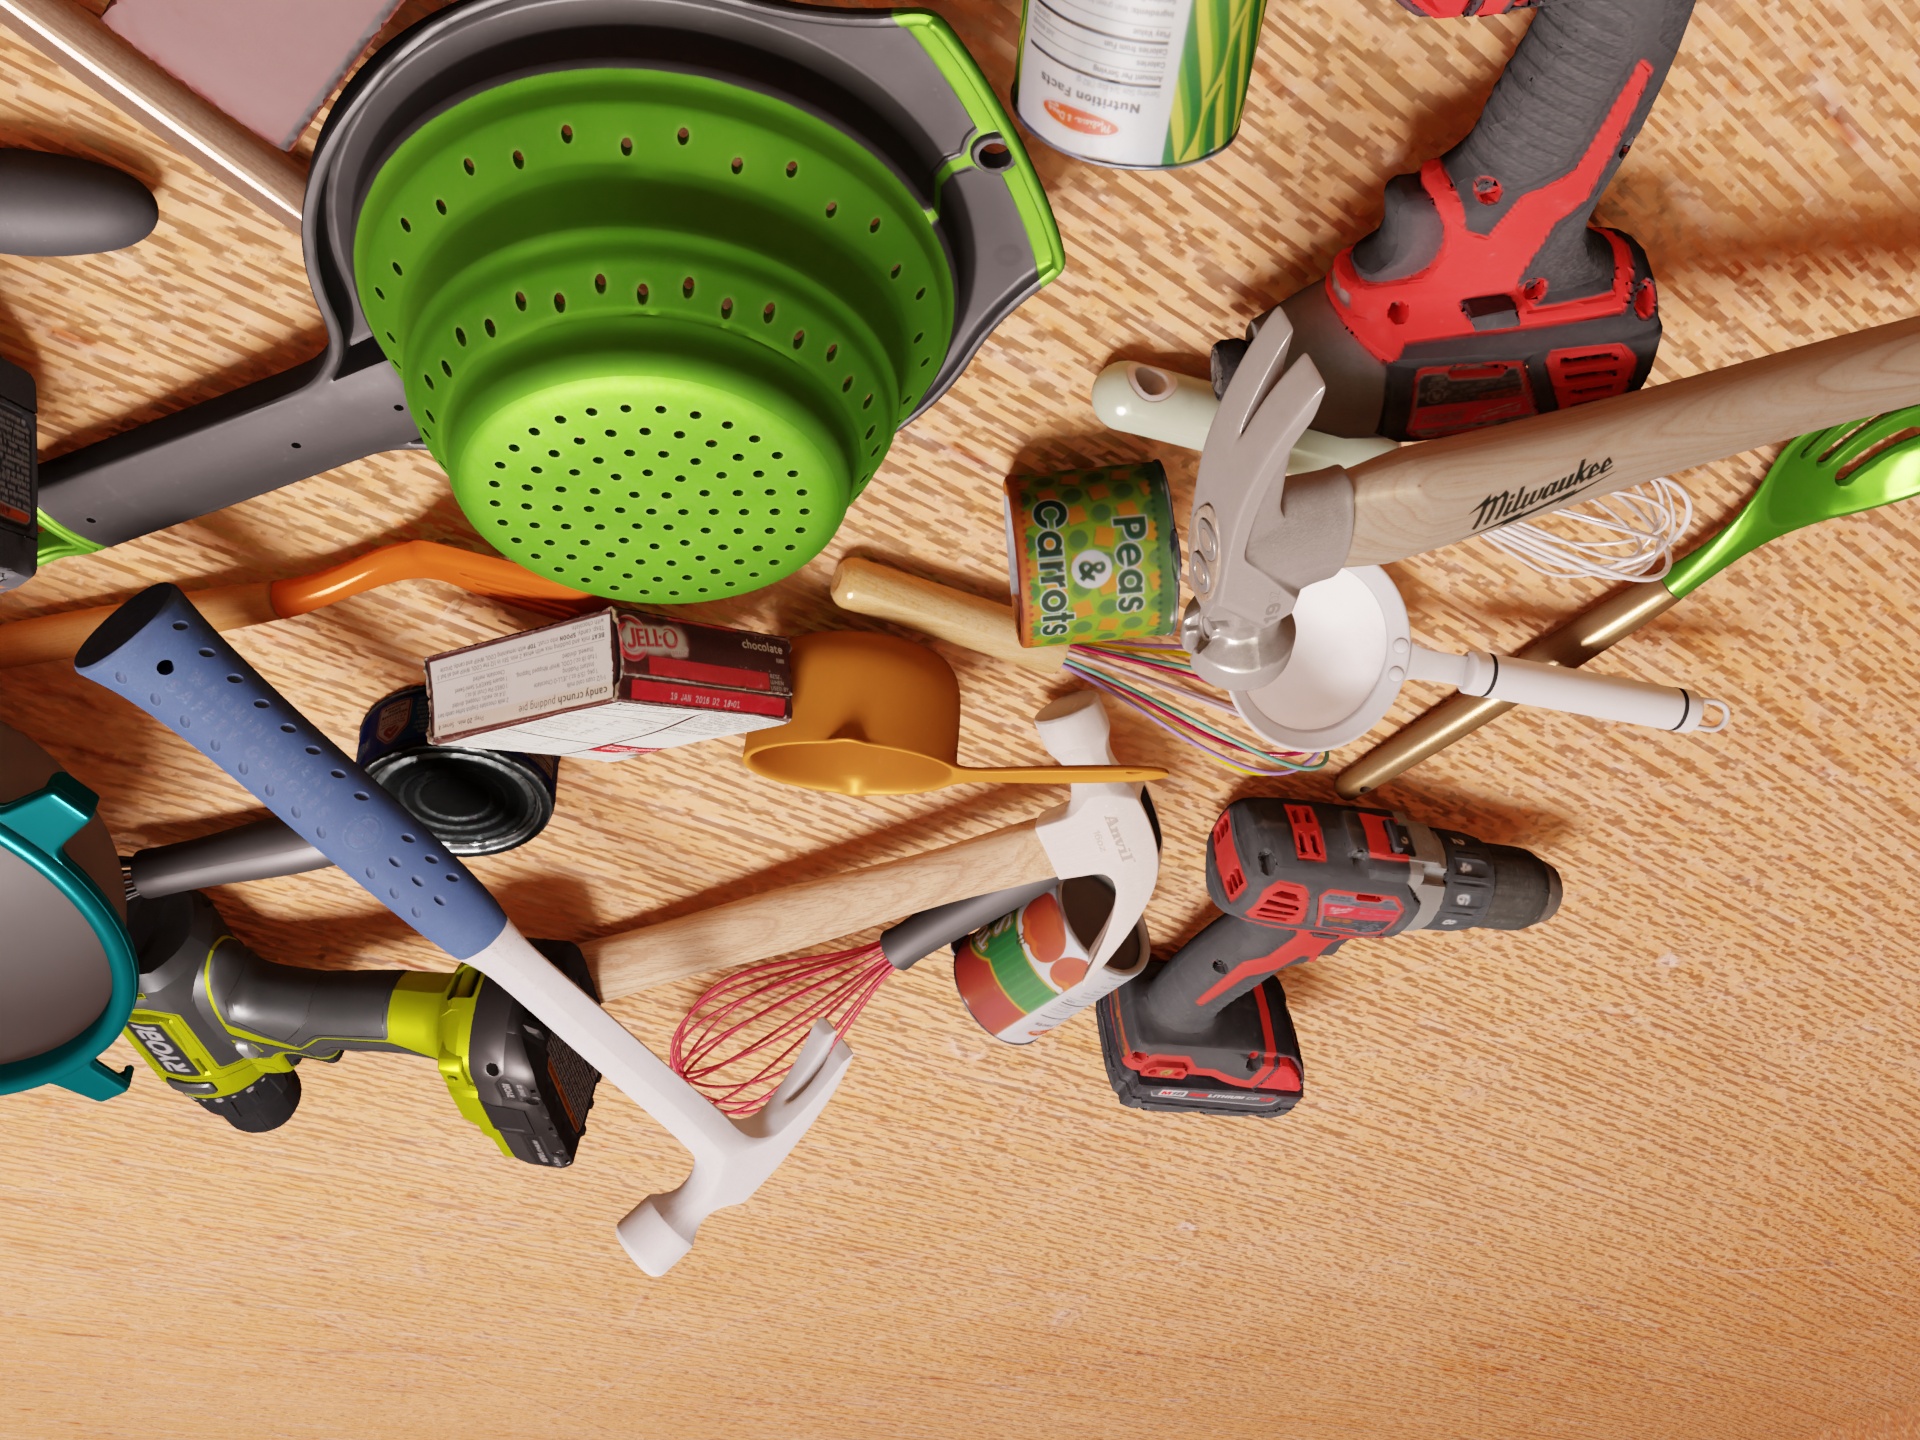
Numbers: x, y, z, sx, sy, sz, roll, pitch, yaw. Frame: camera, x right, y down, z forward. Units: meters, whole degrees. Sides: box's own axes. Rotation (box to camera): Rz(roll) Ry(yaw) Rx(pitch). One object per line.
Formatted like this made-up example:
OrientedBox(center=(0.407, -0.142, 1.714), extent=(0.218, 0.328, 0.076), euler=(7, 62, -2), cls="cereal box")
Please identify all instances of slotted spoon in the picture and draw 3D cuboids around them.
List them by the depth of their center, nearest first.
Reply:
OrientedBox(center=(0.281, -0.045, 0.683), extent=(0.070, 0.031, 0.313), euler=(23, 135, -31), cls="slotted spoon")

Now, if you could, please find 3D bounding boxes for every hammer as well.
OrientedBox(center=(0.271, -0.111, 0.511), extent=(0.410, 0.038, 0.146), euler=(-15, 149, -8), cls="hammer")
OrientedBox(center=(-0.190, 0.092, 0.669), extent=(0.144, 0.035, 0.405), euler=(-42, 129, -9), cls="hammer")
OrientedBox(center=(-0.058, 0.092, 0.775), extent=(0.331, 0.031, 0.130), euler=(-18, 108, 23), cls="hammer")

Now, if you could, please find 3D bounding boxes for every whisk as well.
OrientedBox(center=(-0.376, -0.150, 0.435), extent=(0.284, 0.070, 0.070), euler=(-1, 142, -15), cls="whisk")
OrientedBox(center=(0.163, -0.093, 0.590), extent=(0.246, 0.058, 0.059), euler=(11, 147, -15), cls="whisk")
OrientedBox(center=(0.059, -0.020, 0.671), extent=(0.244, 0.051, 0.047), euler=(16, 142, -22), cls="whisk")
OrientedBox(center=(-0.370, 0.069, 0.720), extent=(0.239, 0.055, 0.055), euler=(-12, 142, 0), cls="whisk")
OrientedBox(center=(-0.048, 0.130, 0.835), extent=(0.296, 0.073, 0.073), euler=(-35, 134, 24), cls="whisk")

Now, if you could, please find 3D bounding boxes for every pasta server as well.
OrientedBox(center=(-0.245, -0.181, 0.425), extent=(0.060, 0.040, 0.315), euler=(-19, 143, 34), cls="pasta server")

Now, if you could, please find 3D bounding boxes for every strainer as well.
OrientedBox(center=(-0.485, 0.041, 0.614), extent=(0.340, 0.095, 0.210), euler=(11, 132, -11), cls="strainer")
OrientedBox(center=(0.209, -0.020, 0.672), extent=(0.258, 0.050, 0.087), euler=(9, 95, -10), cls="strainer")

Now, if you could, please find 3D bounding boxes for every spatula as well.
OrientedBox(center=(-0.281, -0.033, 0.604), extent=(0.322, 0.041, 0.081), euler=(-9, 167, 6), cls="spatula")

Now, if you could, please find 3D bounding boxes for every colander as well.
OrientedBox(center=(-0.162, -0.080, 0.490), extent=(0.397, 0.095, 0.204), euler=(-14, 149, 19), cls="colander")

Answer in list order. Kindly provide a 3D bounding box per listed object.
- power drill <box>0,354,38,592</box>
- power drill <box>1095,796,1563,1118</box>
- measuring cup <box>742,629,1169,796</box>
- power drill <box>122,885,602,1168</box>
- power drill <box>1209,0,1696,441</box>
OrientedBox(center=(-0.410, -0.075, 0.478), extent=(0.226, 0.084, 0.164), euler=(-3, 175, -2), cls="power drill")
OrientedBox(center=(0.188, 0.126, 0.845), extent=(0.187, 0.080, 0.226), euler=(8, 139, -18), cls="power drill")
OrientedBox(center=(-0.001, -0.002, 0.652), extent=(0.173, 0.052, 0.095), euler=(2, 164, -1), cls="measuring cup")
OrientedBox(center=(-0.303, 0.164, 0.805), extent=(0.228, 0.080, 0.190), euler=(6, 141, 5), cls="power drill")
OrientedBox(center=(0.149, -0.171, 0.467), extent=(0.143, 0.079, 0.219), euler=(-7, 145, 1), cls="power drill")
